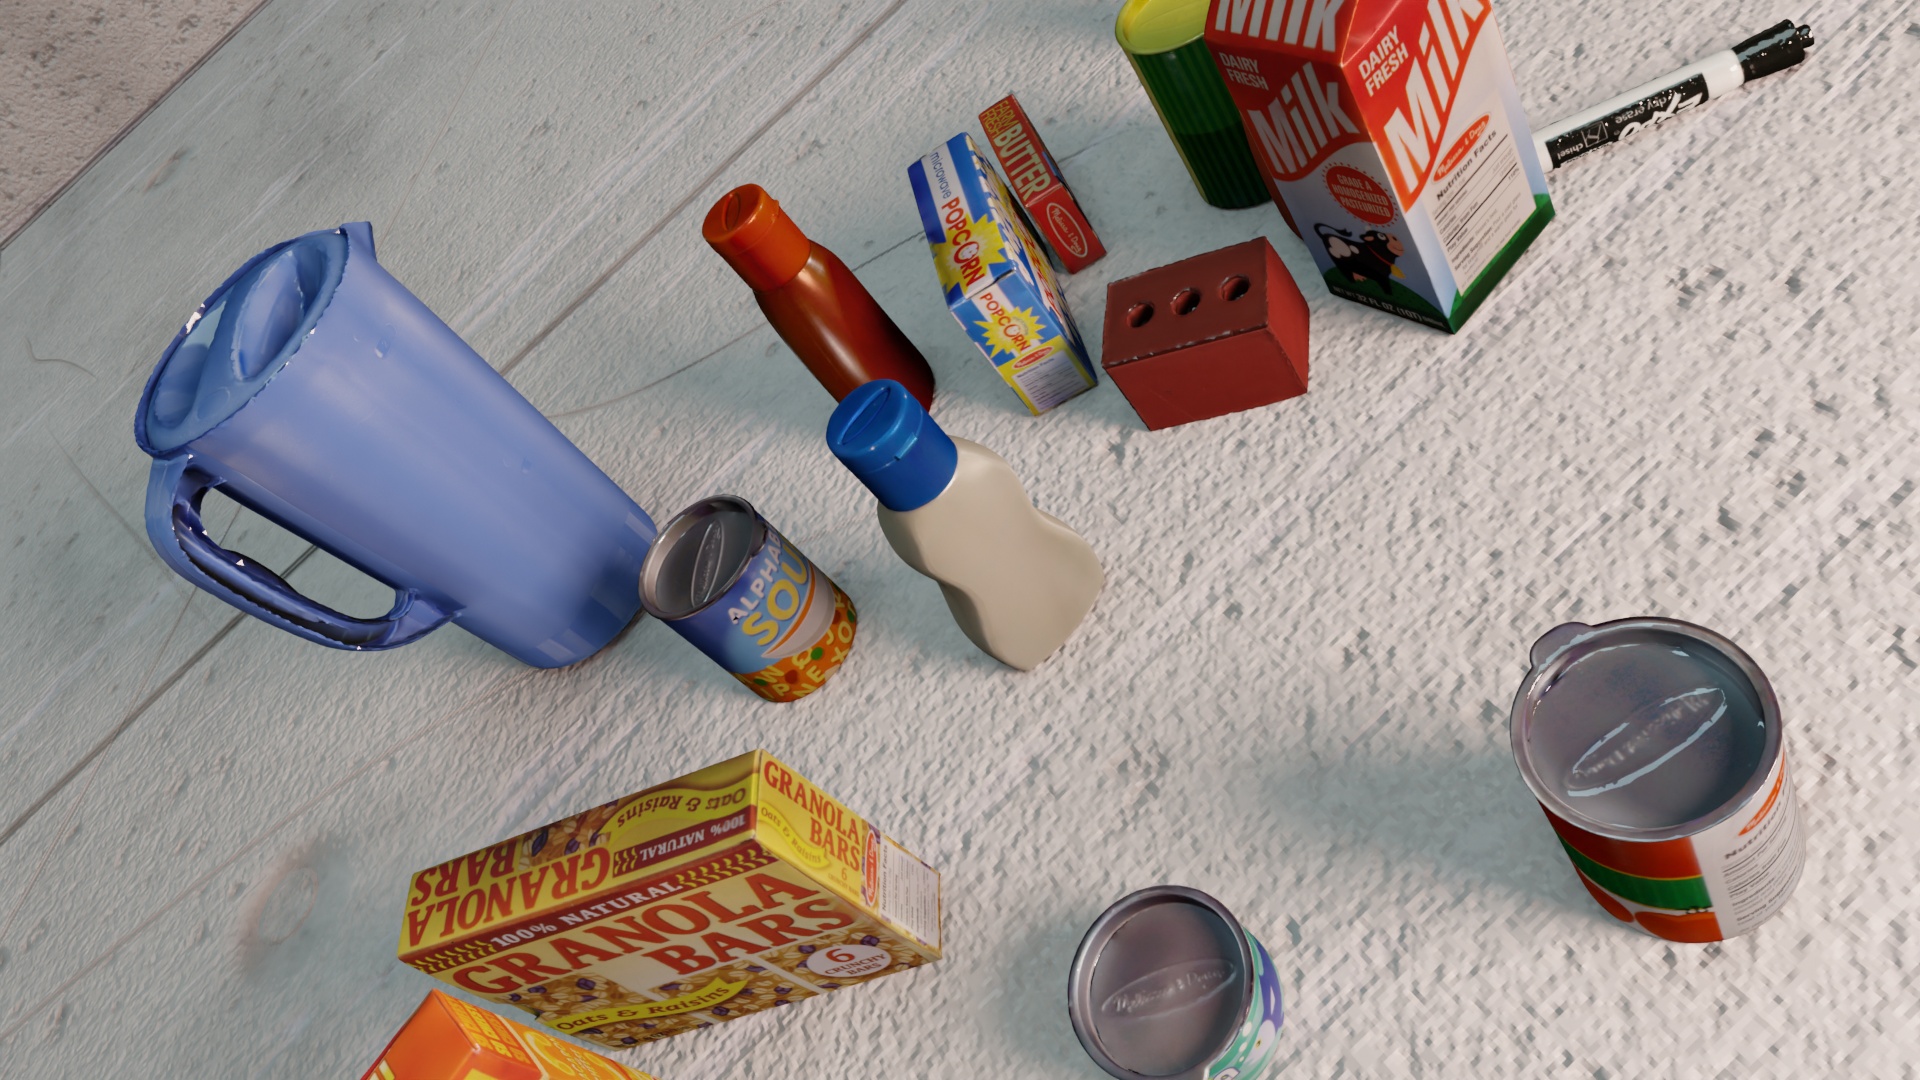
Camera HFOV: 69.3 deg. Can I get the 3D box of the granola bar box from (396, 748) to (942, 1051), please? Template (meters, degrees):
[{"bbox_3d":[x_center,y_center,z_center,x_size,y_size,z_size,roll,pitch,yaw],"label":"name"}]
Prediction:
[{"bbox_3d":[-0.108,0.145,0.534,0.165,0.124,0.039,-22,47,21],"label":"granola bar box"}]

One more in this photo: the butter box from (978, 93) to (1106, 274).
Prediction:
[{"bbox_3d":[0.042,-0.191,0.741,0.024,0.053,0.104,-31,44,13],"label":"butter box"}]

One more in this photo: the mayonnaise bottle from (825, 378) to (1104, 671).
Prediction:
[{"bbox_3d":[0.002,-0.007,0.556,0.065,0.147,0.041,-50,44,-7],"label":"mayonnaise bottle"}]

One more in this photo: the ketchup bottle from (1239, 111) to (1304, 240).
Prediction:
[{"bbox_3d":[0.148,-0.198,0.600,0.064,0.148,0.044,-37,43,7],"label":"ketchup bottle"}]

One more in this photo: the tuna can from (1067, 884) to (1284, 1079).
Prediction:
[{"bbox_3d":[0.073,0.154,0.463,0.071,0.032,0.071,-19,48,23],"label":"tuna can"}]

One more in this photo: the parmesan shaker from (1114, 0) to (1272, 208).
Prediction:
[{"bbox_3d":[0.126,-0.220,0.667,0.071,0.103,0.072,-19,48,23],"label":"parmesan shaker"}]

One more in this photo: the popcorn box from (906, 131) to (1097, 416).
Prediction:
[{"bbox_3d":[0.020,-0.134,0.689,0.038,0.085,0.127,-29,45,15],"label":"popcorn box"}]

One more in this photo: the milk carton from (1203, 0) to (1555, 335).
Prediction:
[{"bbox_3d":[0.161,-0.175,0.542,0.073,0.190,0.072,-49,43,-6],"label":"milk carton"}]

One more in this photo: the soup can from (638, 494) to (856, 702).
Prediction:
[{"bbox_3d":[-0.095,0.028,0.646,0.071,0.083,0.072,-19,48,23],"label":"soup can"}]

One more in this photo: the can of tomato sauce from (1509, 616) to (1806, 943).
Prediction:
[{"bbox_3d":[0.200,0.070,0.400,0.071,0.083,0.071,-19,48,23],"label":"can of tomato sauce"}]

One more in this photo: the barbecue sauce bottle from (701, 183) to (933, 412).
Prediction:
[{"bbox_3d":[-0.068,-0.113,0.690,0.043,0.148,0.065,-22,47,21],"label":"barbecue sauce bottle"}]

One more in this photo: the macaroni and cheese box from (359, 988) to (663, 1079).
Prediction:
[{"bbox_3d":[-0.146,0.234,0.461,0.040,0.166,0.124,22,72,44],"label":"macaroni and cheese box"}]
